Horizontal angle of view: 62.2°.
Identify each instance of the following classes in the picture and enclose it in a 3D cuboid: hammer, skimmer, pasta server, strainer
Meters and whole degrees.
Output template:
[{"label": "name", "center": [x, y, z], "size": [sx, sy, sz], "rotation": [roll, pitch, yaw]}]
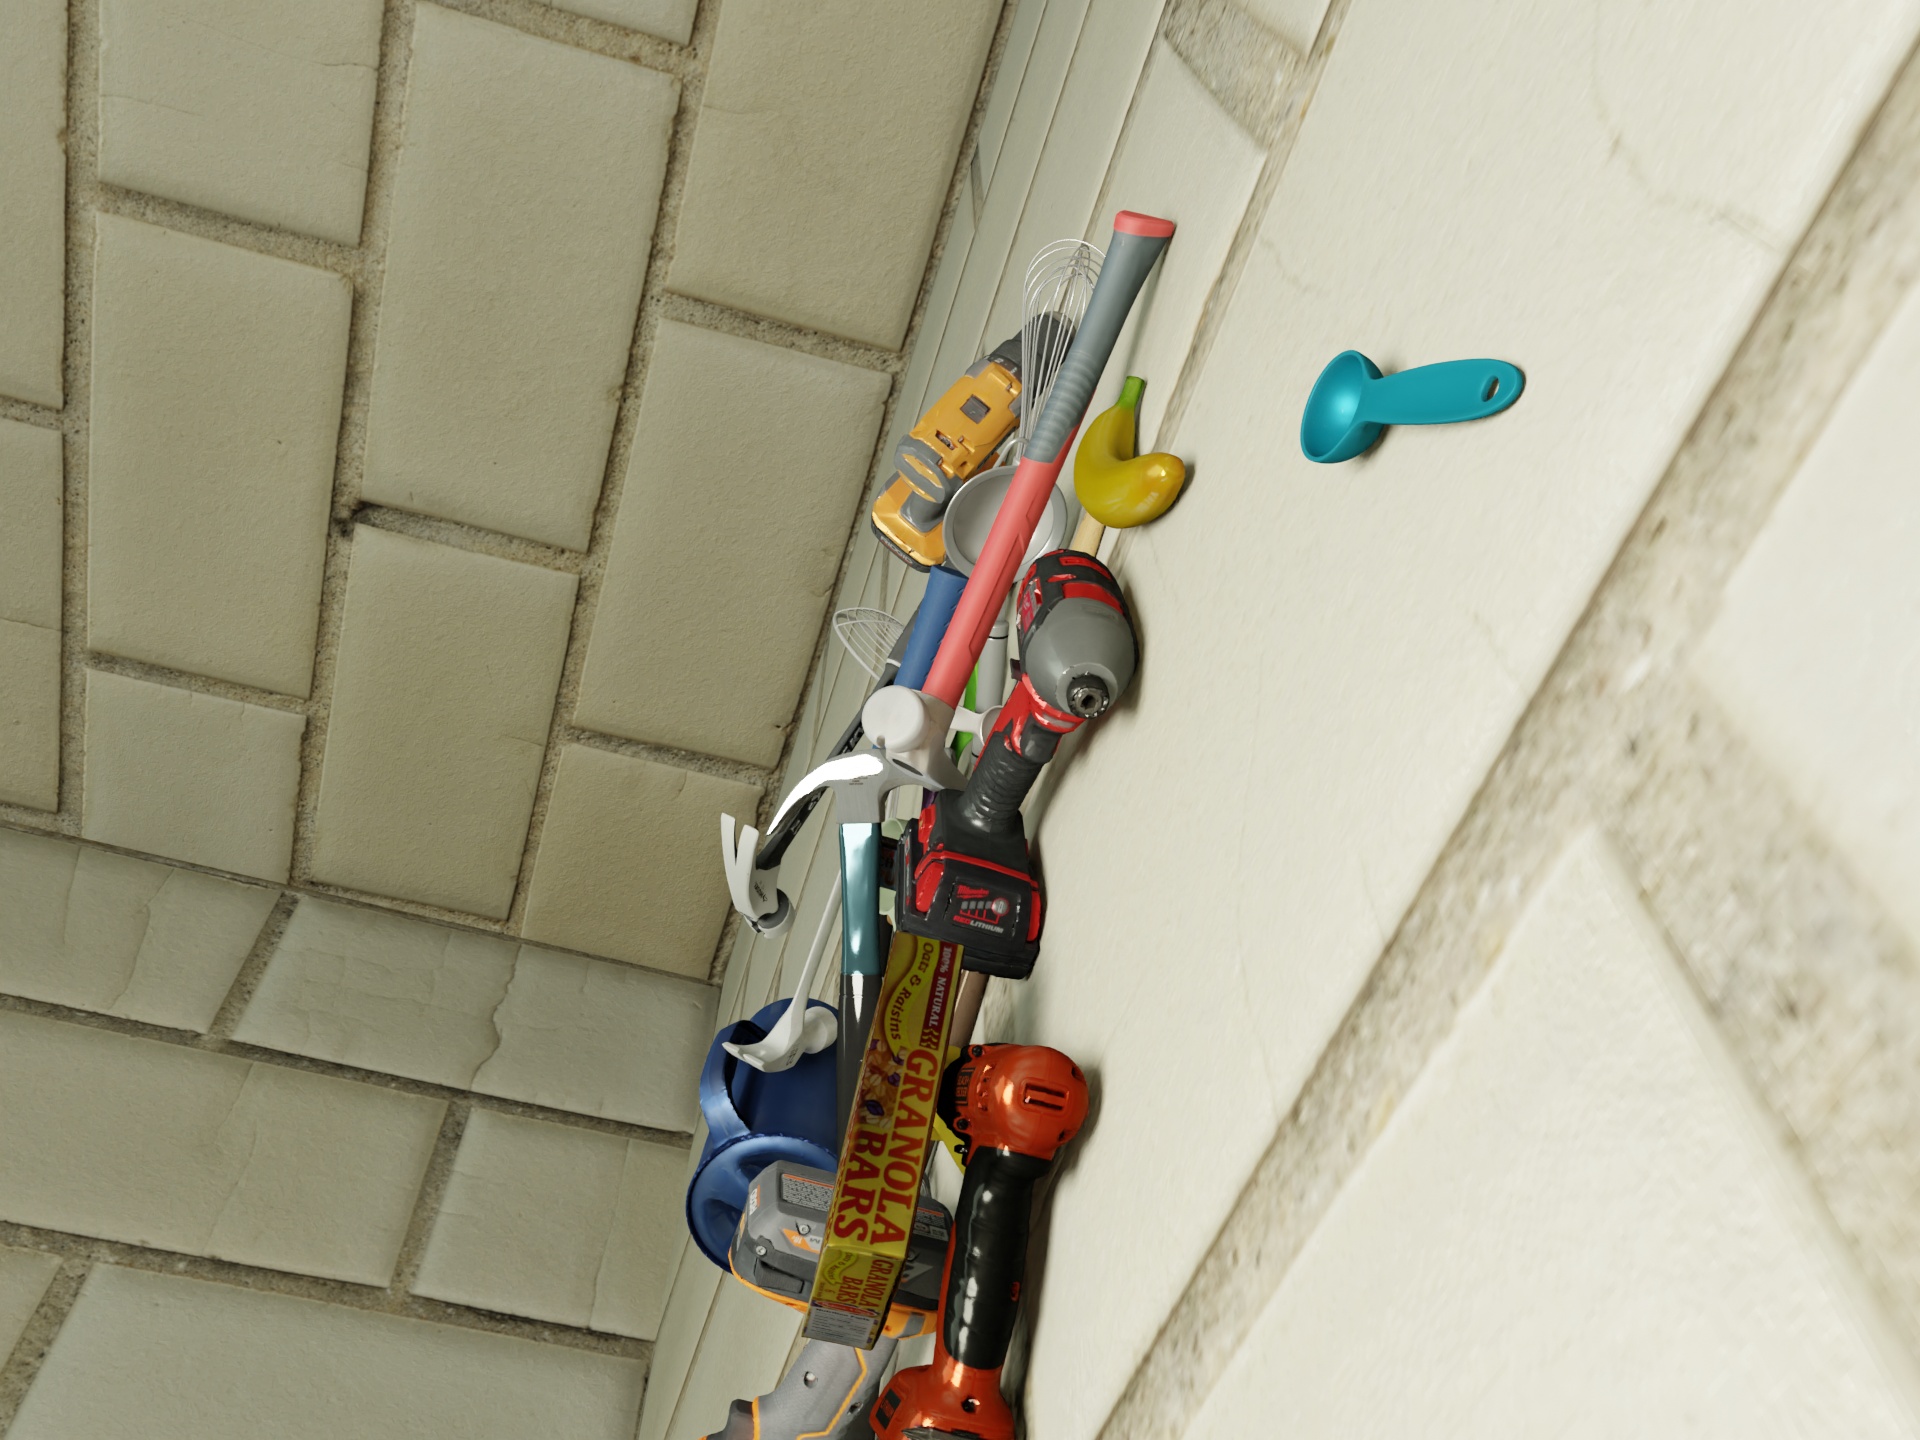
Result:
[{"label": "hammer", "center": [-0.066, 0.184, 1.072], "size": [0.033, 0.128, 0.331], "rotation": [12, -103, -80]}, {"label": "hammer", "center": [0.049, -0.141, 0.998], "size": [0.386, 0.038, 0.143], "rotation": [-66, -21, -9]}, {"label": "skimmer", "center": [-0.084, 0.066, 1.457], "size": [0.090, 0.127, 0.363], "rotation": [-8, 66, 34]}, {"label": "hammer", "center": [-0.058, -0.031, 1.210], "size": [0.409, 0.036, 0.149], "rotation": [-58, -20, -21]}, {"label": "hammer", "center": [-0.075, 0.080, 1.185], "size": [0.144, 0.035, 0.405], "rotation": [-9, -59, -69]}, {"label": "pasta server", "center": [-0.033, 0.268, 1.006], "size": [0.060, 0.040, 0.316], "rotation": [-24, -48, -76]}, {"label": "strainer", "center": [0.023, -0.071, 1.088], "size": [0.050, 0.087, 0.258], "rotation": [-125, 36, -62]}]

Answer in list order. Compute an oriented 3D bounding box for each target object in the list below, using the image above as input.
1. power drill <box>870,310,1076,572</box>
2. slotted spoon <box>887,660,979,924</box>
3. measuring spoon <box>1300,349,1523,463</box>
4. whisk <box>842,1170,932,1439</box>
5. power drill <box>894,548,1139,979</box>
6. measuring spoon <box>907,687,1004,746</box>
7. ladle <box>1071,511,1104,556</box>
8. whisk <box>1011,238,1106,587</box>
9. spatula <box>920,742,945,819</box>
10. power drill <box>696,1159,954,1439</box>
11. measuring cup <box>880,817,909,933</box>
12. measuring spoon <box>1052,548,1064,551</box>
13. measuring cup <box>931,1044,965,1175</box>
[{"label": "power drill", "center": [0.011, -0.230, 1.308], "size": [0.185, 0.084, 0.226], "rotation": [-50, -2, -17]}, {"label": "slotted spoon", "center": [-0.017, 0.059, 1.270], "size": [0.070, 0.031, 0.313], "rotation": [-98, 21, -46]}, {"label": "measuring spoon", "center": [0.156, -0.106, 0.540], "size": [0.129, 0.021, 0.042], "rotation": [-156, 81, -72]}, {"label": "whisk", "center": [-0.056, 0.377, 0.955], "size": [0.055, 0.055, 0.239], "rotation": [159, 120, -79]}, {"label": "power drill", "center": [0.034, 0.026, 0.875], "size": [0.143, 0.078, 0.219], "rotation": [-95, 24, -63]}, {"label": "measuring spoon", "center": [-0.002, -0.004, 1.100], "size": [0.124, 0.018, 0.034], "rotation": [18, 102, 40]}, {"label": "ladle", "center": [0.039, 0.007, 1.020], "size": [0.069, 0.031, 0.315], "rotation": [-100, 28, -74]}, {"label": "whisk", "center": [0.055, -0.216, 1.179], "size": [0.070, 0.070, 0.284], "rotation": [-90, 12, -57]}, {"label": "spatula", "center": [-0.027, 0.104, 1.186], "size": [0.059, 0.018, 0.316], "rotation": [129, 148, -68]}, {"label": "power drill", "center": [-0.102, 0.367, 0.878], "size": [0.084, 0.164, 0.226], "rotation": [-128, 55, -79]}, {"label": "measuring cup", "center": [-0.033, 0.151, 1.224], "size": [0.083, 0.038, 0.168], "rotation": [-58, 36, 42]}, {"label": "measuring spoon", "center": [0.054, -0.100, 1.134], "size": [0.117, 0.011, 0.021], "rotation": [139, 145, -74]}, {"label": "measuring cup", "center": [0.006, 0.232, 0.900], "size": [0.157, 0.029, 0.062], "rotation": [-145, 71, -68]}]
